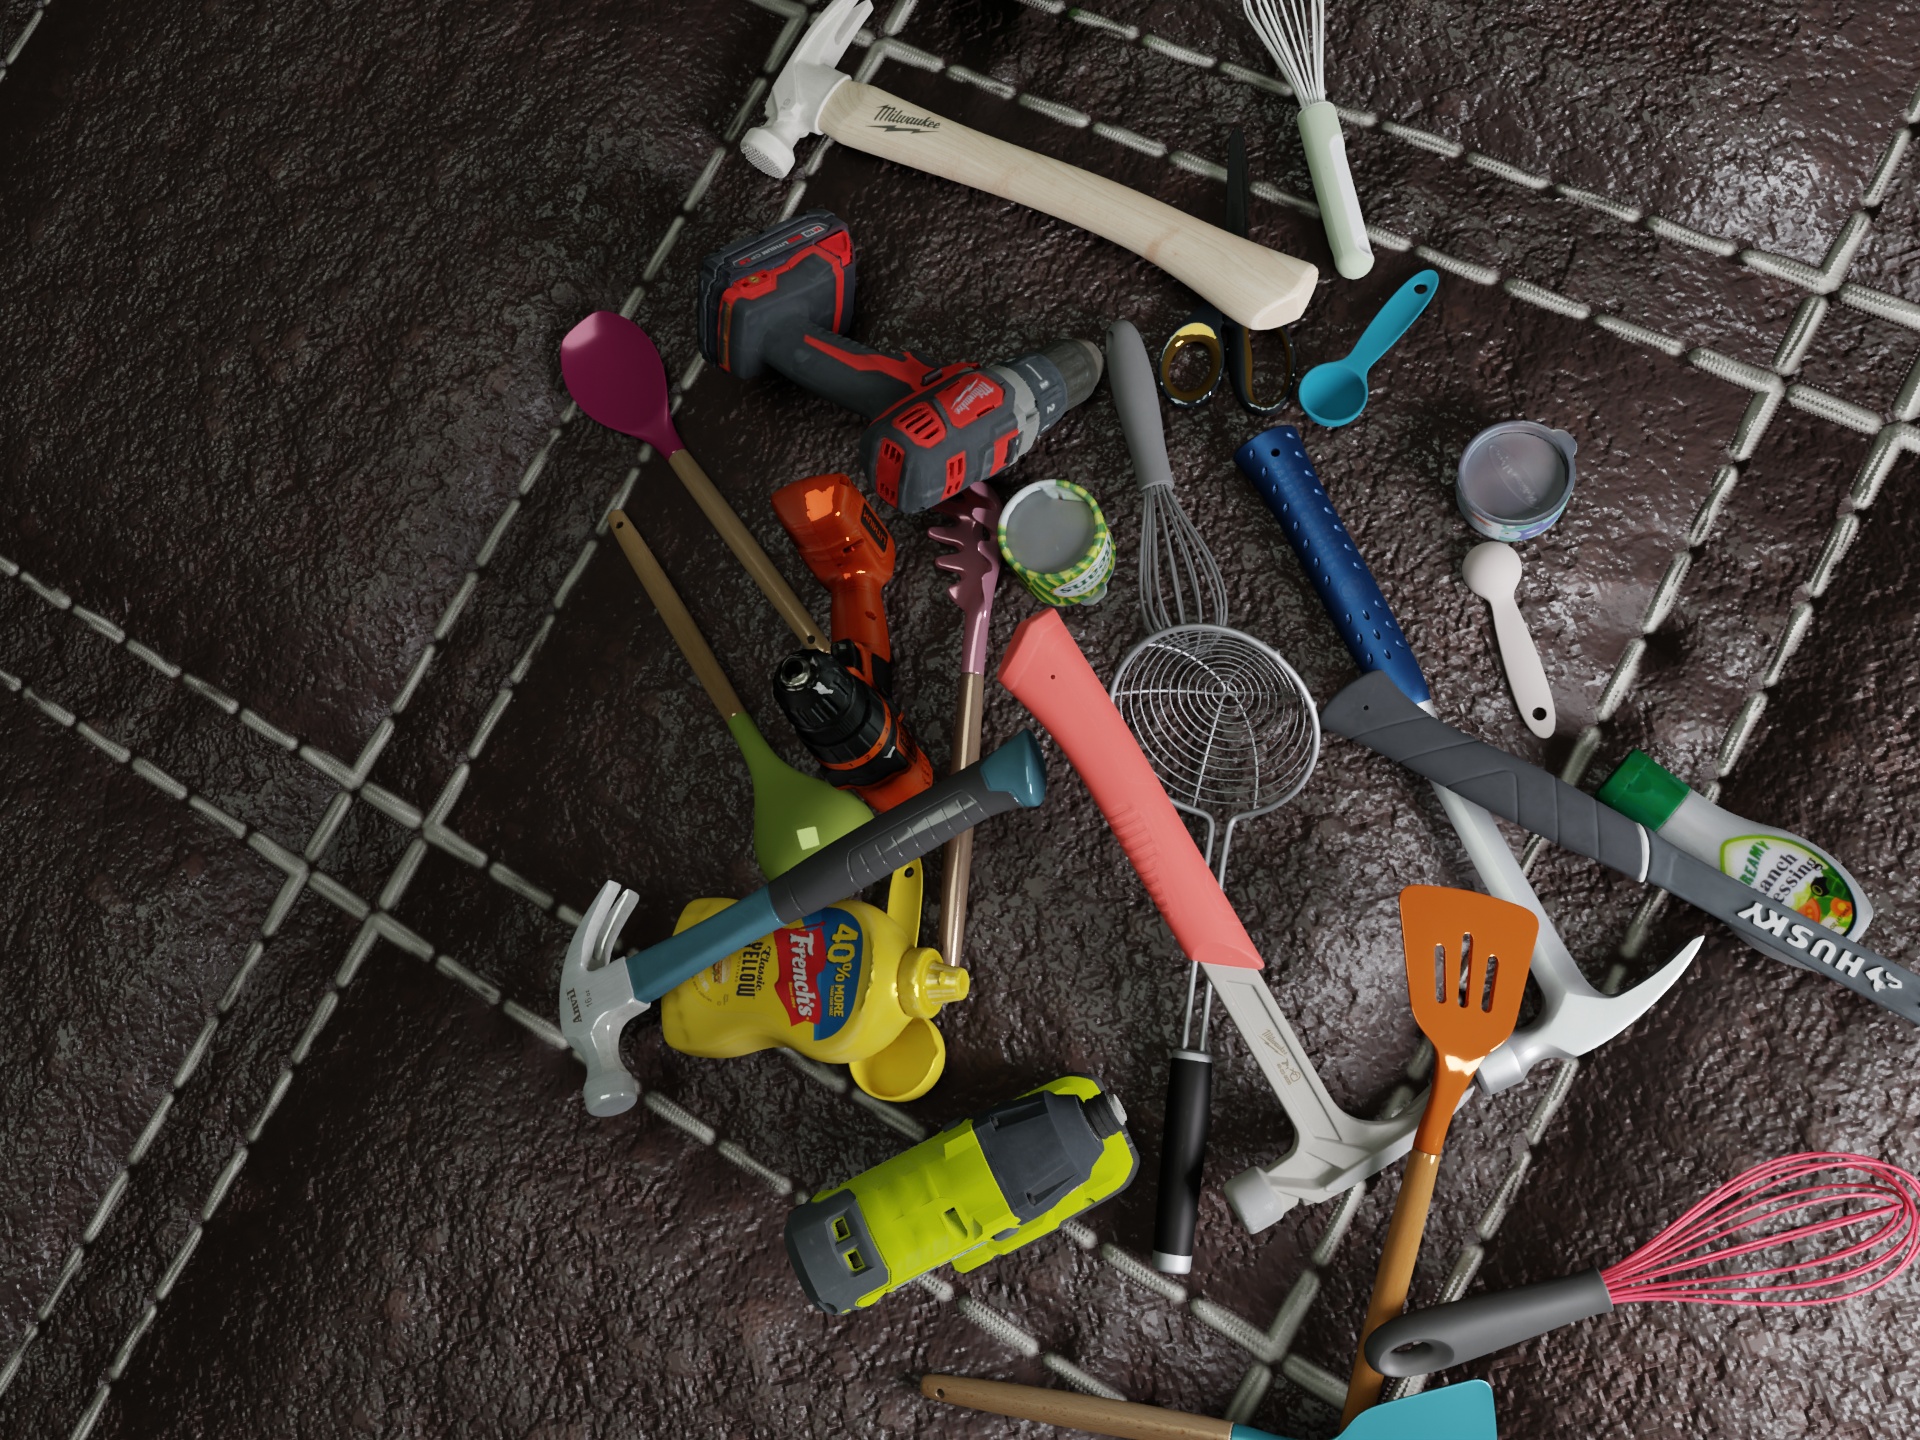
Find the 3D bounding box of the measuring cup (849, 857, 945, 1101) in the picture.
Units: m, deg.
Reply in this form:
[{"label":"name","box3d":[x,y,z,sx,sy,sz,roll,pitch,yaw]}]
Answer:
[{"label":"measuring cup","box3d":[-0.033,0.157,0.982,0.062,0.029,0.157,-5,65,20]}]

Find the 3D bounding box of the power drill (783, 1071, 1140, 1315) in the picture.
[{"label":"power drill","box3d":[0.020,0.241,0.842,0.171,0.223,0.080,-29,74,6]}]

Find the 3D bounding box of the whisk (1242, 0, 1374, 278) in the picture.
[{"label":"whisk","box3d":[0.228,-0.399,1.026,0.059,0.057,0.246,-22,76,44]}]

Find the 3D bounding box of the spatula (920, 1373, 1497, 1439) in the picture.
[{"label":"spatula","box3d":[0.128,0.388,0.878,0.317,0.044,0.082,0,96,23]}]

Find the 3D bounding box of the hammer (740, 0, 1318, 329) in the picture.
[{"label":"hammer","box3d":[0.051,-0.367,1.055,0.411,0.038,0.146,29,85,20]}]

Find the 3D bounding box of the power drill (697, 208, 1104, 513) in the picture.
[{"label":"power drill","box3d":[-0.037,-0.236,1.015,0.227,0.080,0.188,39,54,23]}]

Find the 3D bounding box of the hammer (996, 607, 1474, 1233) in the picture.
[{"label":"hammer","box3d":[0.135,0.095,0.869,0.149,0.037,0.359,-31,95,-4]}]

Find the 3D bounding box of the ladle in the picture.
[{"label":"ladle","box3d":[-0.153,-0.017,1.041,0.078,0.062,0.320,-35,66,2]}]

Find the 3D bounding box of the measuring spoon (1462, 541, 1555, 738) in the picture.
[{"label":"measuring spoon","box3d":[0.328,-0.049,0.939,0.034,0.018,0.124,-16,76,10]}]

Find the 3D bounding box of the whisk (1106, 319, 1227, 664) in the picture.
[{"label":"whisk","box3d":[0.123,-0.148,0.996,0.055,0.055,0.239,-14,72,10]}]

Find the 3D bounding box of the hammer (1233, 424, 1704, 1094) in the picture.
[{"label":"hammer","box3d":[0.275,0.001,0.932,0.144,0.035,0.406,-26,73,7]}]

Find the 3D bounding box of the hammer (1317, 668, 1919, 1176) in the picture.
[{"label":"hammer","box3d":[0.379,0.085,0.848,0.409,0.036,0.149,30,93,20]}]

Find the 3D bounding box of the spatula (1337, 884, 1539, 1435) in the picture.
[{"label":"spatula","box3d":[0.244,0.252,0.862,0.081,0.041,0.322,12,97,-6]}]

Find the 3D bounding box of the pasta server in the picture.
[{"label":"pasta server","box3d":[-0.002,-0.003,0.998,0.040,0.060,0.316,9,80,-28]}]

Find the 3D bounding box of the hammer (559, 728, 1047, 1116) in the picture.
[{"label":"hammer","box3d":[-0.094,0.102,0.927,0.331,0.033,0.128,-29,59,11]}]

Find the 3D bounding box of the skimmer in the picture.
[{"label":"skimmer","box3d":[0.130,0.130,0.909,0.127,0.090,0.363,3,80,24]}]

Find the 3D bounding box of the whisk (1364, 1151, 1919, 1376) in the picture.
[{"label":"whisk","box3d":[0.353,0.290,0.829,0.296,0.073,0.073,-19,75,6]}]

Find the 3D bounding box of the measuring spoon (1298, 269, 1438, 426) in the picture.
[{"label":"measuring spoon","box3d":[0.259,-0.232,1.000,0.042,0.021,0.128,37,79,17]}]

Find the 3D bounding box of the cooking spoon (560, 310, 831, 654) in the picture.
[{"label":"cooking spoon","box3d":[-0.179,-0.161,1.084,0.069,0.017,0.319,-39,72,4]}]
